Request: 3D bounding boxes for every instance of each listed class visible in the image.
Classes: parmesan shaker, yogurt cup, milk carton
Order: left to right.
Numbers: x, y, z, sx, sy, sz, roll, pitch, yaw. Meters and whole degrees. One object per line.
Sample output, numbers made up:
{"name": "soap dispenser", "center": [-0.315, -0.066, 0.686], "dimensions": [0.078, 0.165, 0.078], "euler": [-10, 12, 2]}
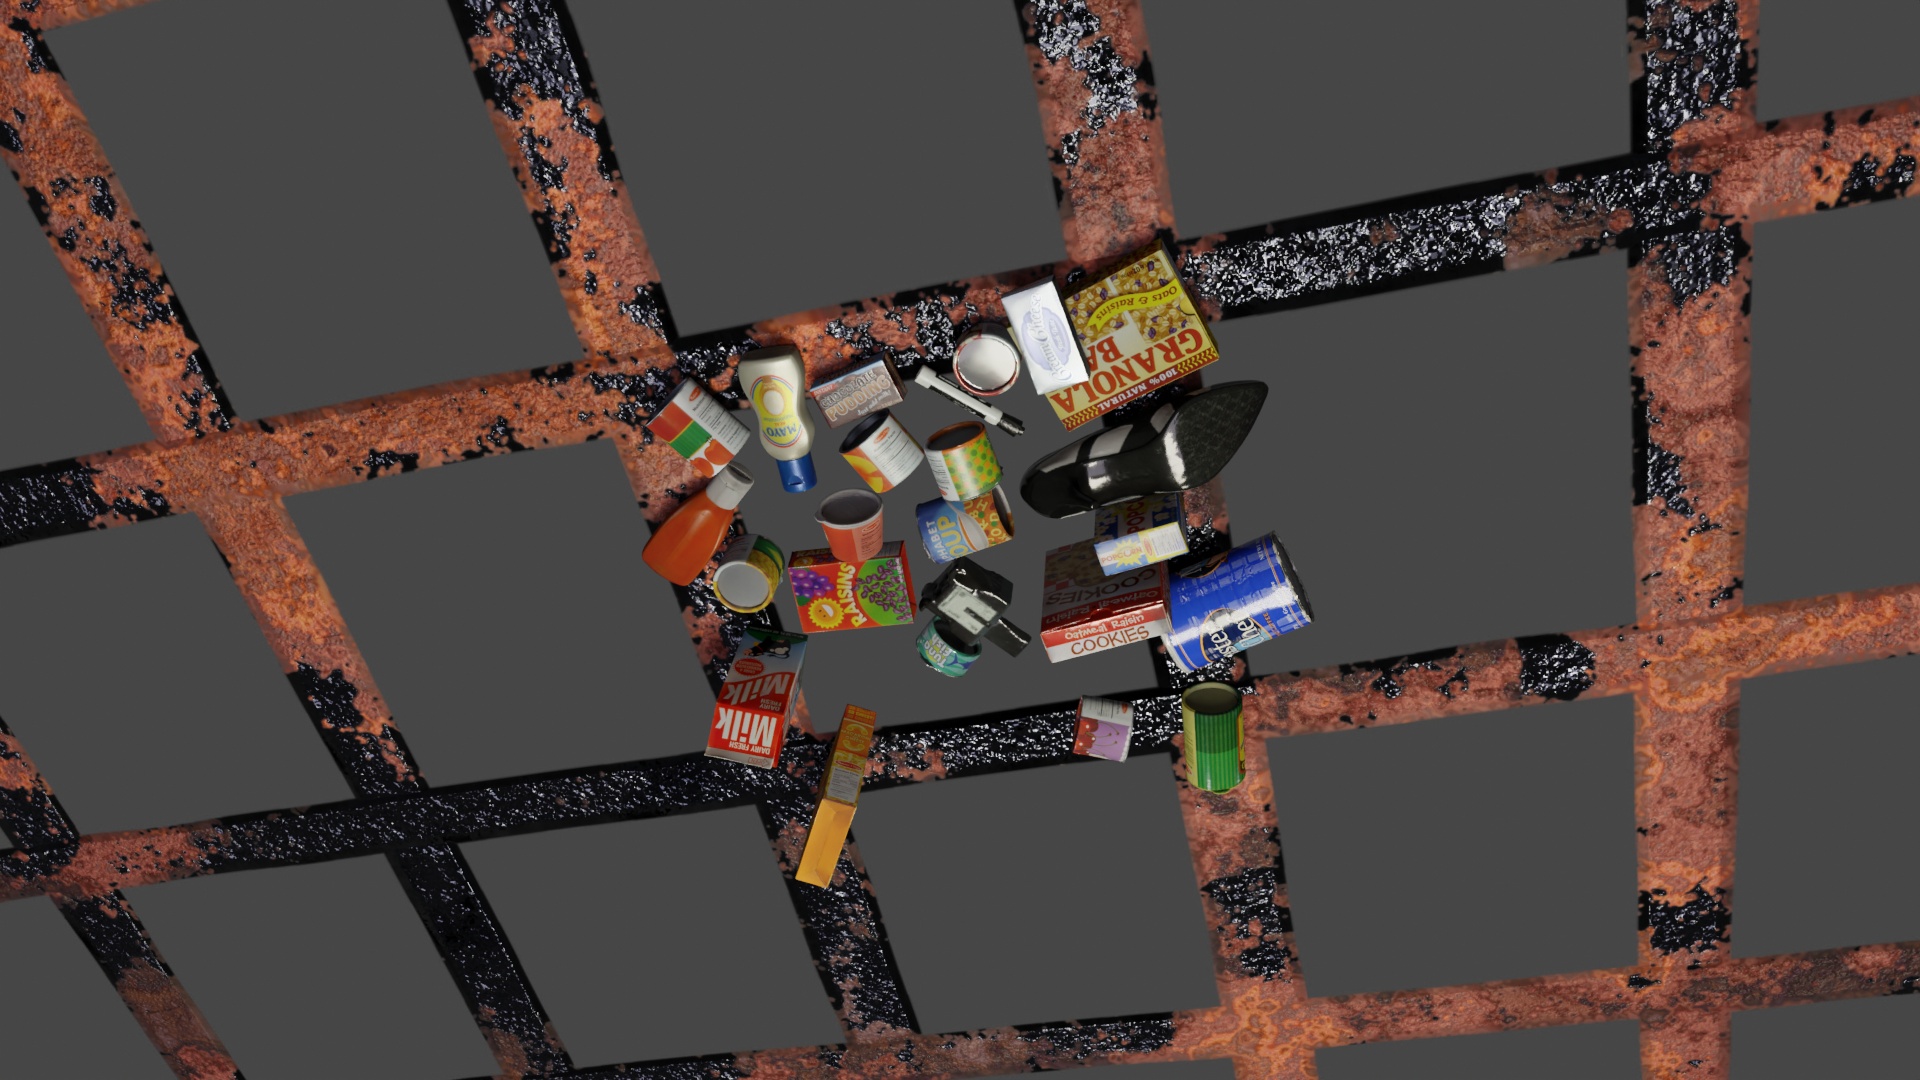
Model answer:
{"name": "milk carton", "center": [-0.216, 0.176, 1.480], "dimensions": [0.072, 0.191, 0.073], "euler": [11, 120, 0]}
{"name": "yogurt cup", "center": [-0.111, -0.014, 1.439], "dimensions": [0.072, 0.073, 0.053], "euler": [-2, 127, 7]}
{"name": "parmesan shaker", "center": [0.278, 0.215, 1.521], "dimensions": [0.071, 0.071, 0.102], "euler": [-4, 118, 8]}

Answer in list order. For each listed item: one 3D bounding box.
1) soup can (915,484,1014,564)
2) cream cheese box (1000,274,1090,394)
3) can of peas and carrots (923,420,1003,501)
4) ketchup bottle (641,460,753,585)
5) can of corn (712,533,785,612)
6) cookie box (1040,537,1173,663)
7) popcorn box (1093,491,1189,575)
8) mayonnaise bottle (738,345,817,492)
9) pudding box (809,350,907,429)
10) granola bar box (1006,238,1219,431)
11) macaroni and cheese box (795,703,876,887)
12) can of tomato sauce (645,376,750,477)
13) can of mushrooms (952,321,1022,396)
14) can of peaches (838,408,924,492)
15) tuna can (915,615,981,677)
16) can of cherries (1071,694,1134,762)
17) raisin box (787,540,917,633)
{"name": "soup can", "center": [0.005, -0.018, 1.420], "dimensions": [0.083, 0.072, 0.071], "euler": [-19, 115, 15]}
{"name": "cream cheese box", "center": [0.080, -0.191, 1.299], "dimensions": [0.053, 0.024, 0.103], "euler": [-17, 114, 17]}
{"name": "can of peas and carrots", "center": [0.005, -0.081, 1.390], "dimensions": [0.071, 0.071, 0.058], "euler": [-15, 116, 14]}
{"name": "ketchup bottle", "center": [-0.272, -0.020, 1.462], "dimensions": [0.064, 0.044, 0.148], "euler": [35, 116, -14]}
{"name": "can of corn", "center": [-0.224, 0.037, 1.481], "dimensions": [0.071, 0.058, 0.070], "euler": [3, 119, 5]}
{"name": "cookie box", "center": [0.145, 0.048, 1.387], "dimensions": [0.123, 0.168, 0.040], "euler": [-16, 115, 14]}
{"name": "popcorn box", "center": [0.178, -0.019, 1.371], "dimensions": [0.085, 0.127, 0.038], "euler": [-17, 113, 15]}
{"name": "mayonnaise bottle", "center": [-0.177, -0.121, 1.399], "dimensions": [0.065, 0.041, 0.147], "euler": [-7, 117, 8]}
{"name": "pudding box", "center": [-0.101, -0.150, 1.382], "dimensions": [0.083, 0.030, 0.049], "euler": [-20, 114, 15]}
{"name": "granola bar box", "center": [0.146, -0.194, 1.328], "dimensions": [0.165, 0.039, 0.124], "euler": [-25, 114, 18]}
{"name": "macaroni and cheese box", "center": [-0.136, 0.281, 1.544], "dimensions": [0.040, 0.167, 0.123], "euler": [18, 119, -5]}
{"name": "can of tomato sauce", "center": [-0.265, -0.113, 1.399], "dimensions": [0.083, 0.071, 0.071], "euler": [42, 115, -17]}
{"name": "can of mushrooms", "center": [0.025, -0.174, 1.354], "dimensions": [0.071, 0.033, 0.070], "euler": [2, 119, 4]}
{"name": "can of peaches", "center": [-0.079, -0.090, 1.394], "dimensions": [0.071, 0.071, 0.058], "euler": [-34, 111, 21]}
{"name": "tuna can", "center": [-0.013, 0.113, 1.495], "dimensions": [0.071, 0.071, 0.032], "euler": [31, 116, -11]}
{"name": "can of cherries", "center": [0.156, 0.209, 1.532], "dimensions": [0.058, 0.072, 0.071], "euler": [10, 119, 0]}
{"name": "raisin box", "center": [-0.115, 0.049, 1.488], "dimensions": [0.123, 0.040, 0.085], "euler": [-6, 119, 8]}
